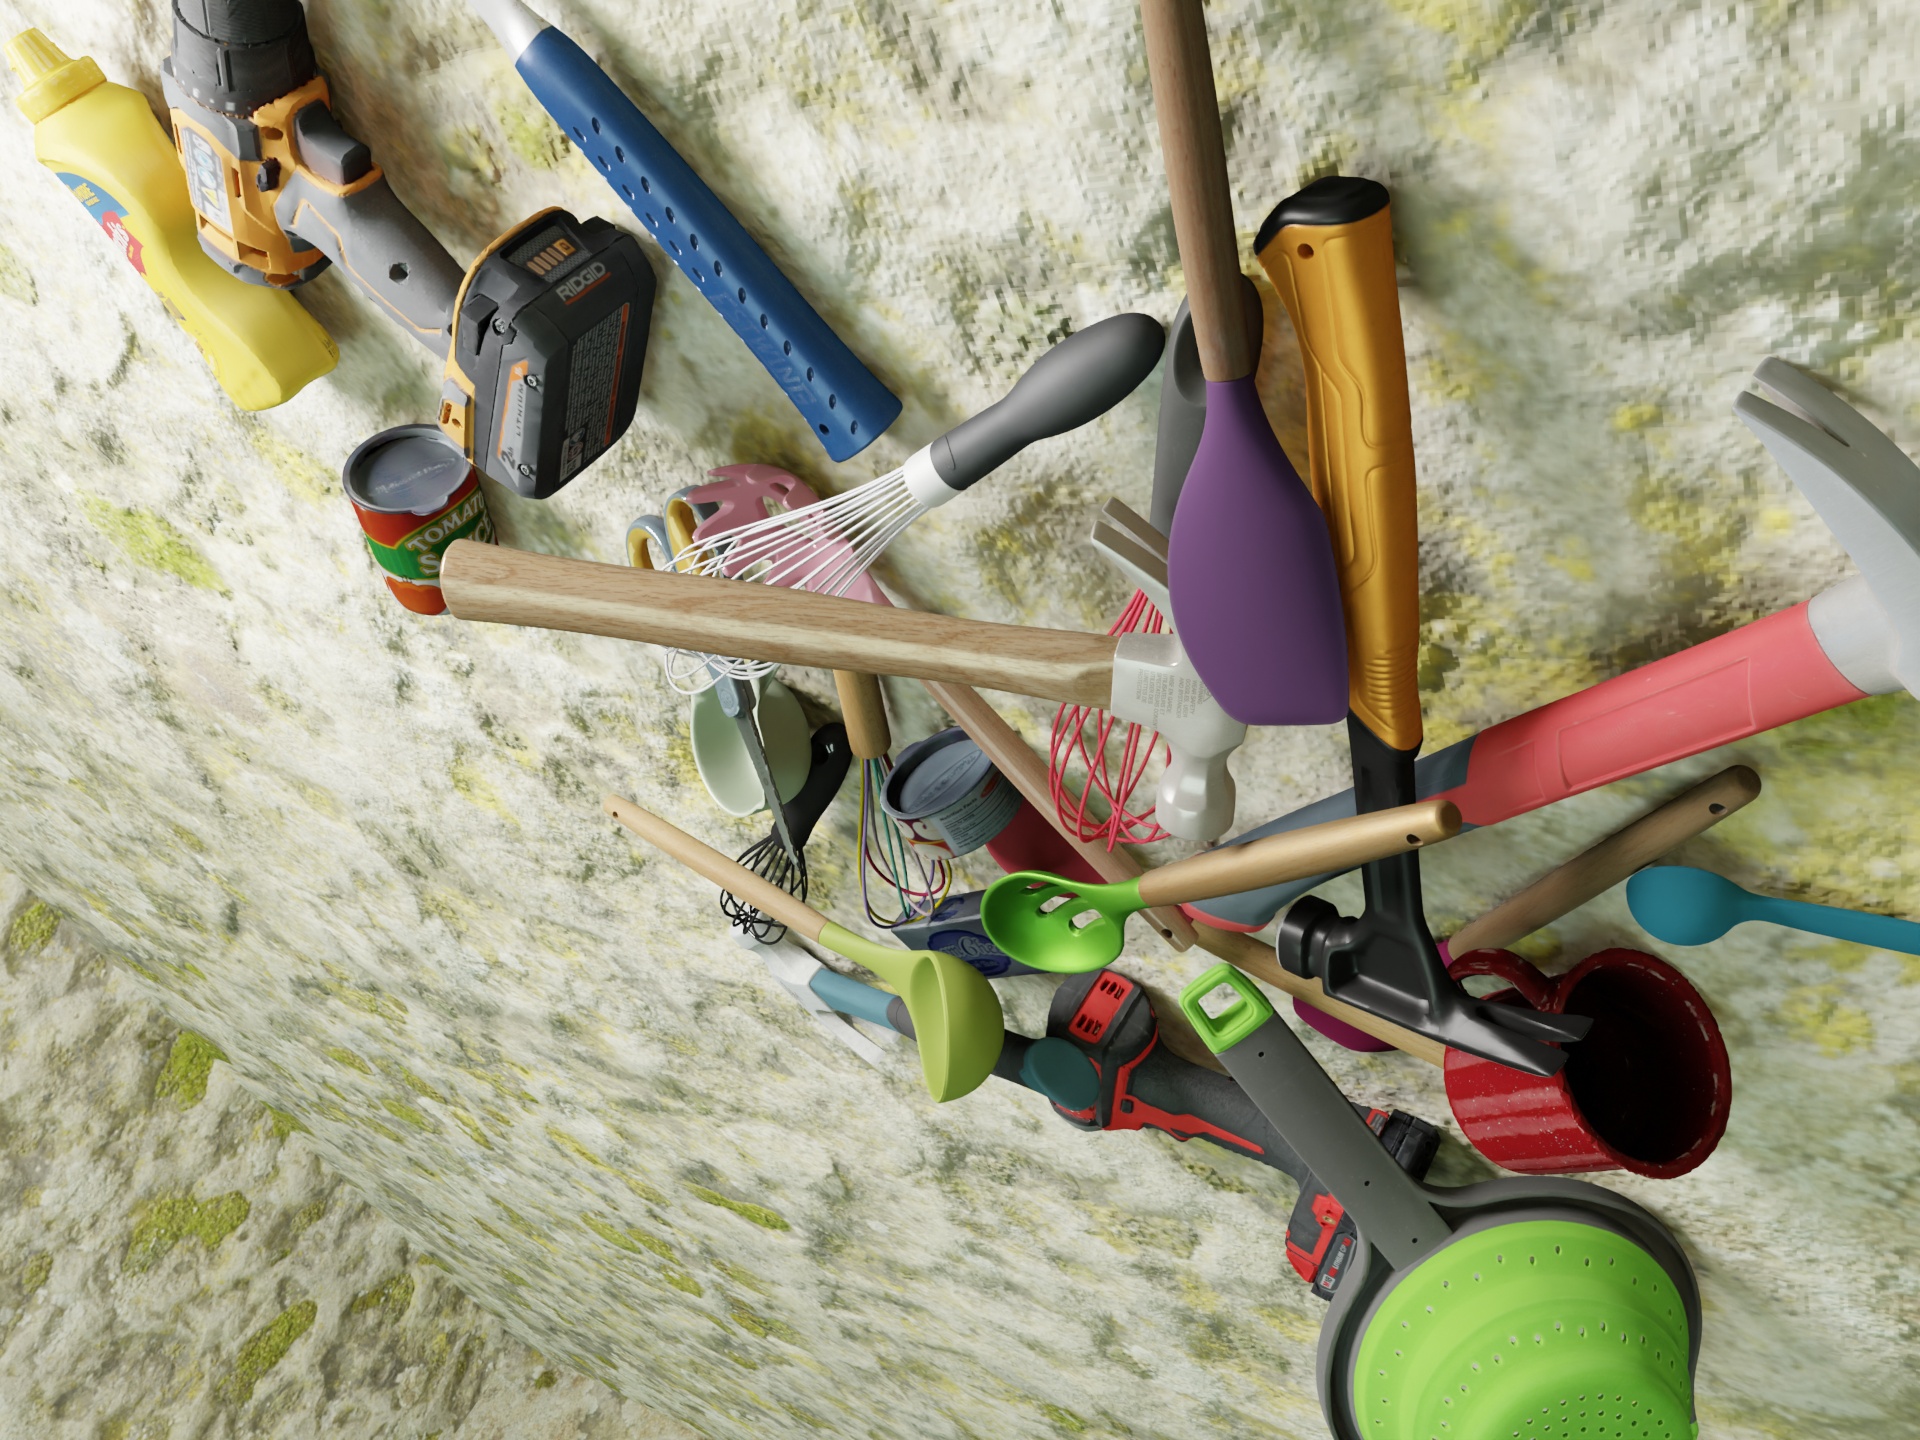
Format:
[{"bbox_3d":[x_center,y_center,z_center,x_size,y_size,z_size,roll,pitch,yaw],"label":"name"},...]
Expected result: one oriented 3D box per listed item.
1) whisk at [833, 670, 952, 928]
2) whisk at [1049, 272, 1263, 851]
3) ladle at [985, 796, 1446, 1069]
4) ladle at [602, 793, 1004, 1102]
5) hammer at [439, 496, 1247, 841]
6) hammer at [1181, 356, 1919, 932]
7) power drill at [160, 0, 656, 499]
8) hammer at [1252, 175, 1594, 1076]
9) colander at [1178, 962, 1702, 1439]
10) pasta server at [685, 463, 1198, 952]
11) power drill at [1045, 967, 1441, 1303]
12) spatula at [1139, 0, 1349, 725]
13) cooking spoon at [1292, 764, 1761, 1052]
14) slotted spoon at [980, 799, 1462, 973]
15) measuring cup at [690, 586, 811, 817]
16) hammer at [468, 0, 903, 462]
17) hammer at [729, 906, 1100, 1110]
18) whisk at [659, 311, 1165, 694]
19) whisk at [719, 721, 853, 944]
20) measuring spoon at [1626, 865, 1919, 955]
[{"bbox_3d":[-0.041,0.027,0.845,0.047,0.051,0.244,1,134,11],"label":"whisk"},{"bbox_3d":[0.079,-0.045,0.628,0.073,0.073,0.295,24,139,17],"label":"whisk"},{"bbox_3d":[0.138,0.113,0.781,0.315,0.031,0.069,25,147,19],"label":"ladle"},{"bbox_3d":[-0.104,0.114,0.903,0.320,0.062,0.078,26,125,31],"label":"ladle"},{"bbox_3d":[-0.051,-0.036,0.624,0.331,0.031,0.130,9,127,12],"label":"hammer"},{"bbox_3d":[0.191,0.010,0.606,0.143,0.038,0.386,49,148,-4],"label":"hammer"},{"bbox_3d":[-0.239,-0.219,0.668,0.226,0.084,0.185,37,147,5],"label":"power drill"},{"bbox_3d":[0.152,-0.019,0.557,0.127,0.034,0.336,19,135,43],"label":"hammer"},{"bbox_3d":[0.237,0.277,0.764,0.397,0.204,0.094,50,-173,-15],"label":"colander"},{"bbox_3d":[-0.001,-0.002,0.740,0.316,0.040,0.060,47,134,-7],"label":"pasta server"},{"bbox_3d":[0.147,0.235,0.907,0.220,0.078,0.143,26,145,20],"label":"power drill"},{"bbox_3d":[0.077,-0.131,0.492,0.060,0.018,0.315,0,122,25],"label":"spatula"},{"bbox_3d":[0.234,0.093,0.697,0.069,0.017,0.318,33,147,1],"label":"cooking spoon"},{"bbox_3d":[0.096,0.068,0.667,0.070,0.031,0.314,39,153,-12],"label":"slotted spoon"},{"bbox_3d":[-0.094,-0.019,0.831,0.083,0.038,0.167,53,135,27],"label":"measuring cup"},{"bbox_3d":[-0.163,-0.260,0.585,0.405,0.035,0.144,47,145,-19],"label":"hammer"},{"bbox_3d":[-0.029,0.183,0.972,0.128,0.033,0.331,50,157,-23],"label":"hammer"},{"bbox_3d":[-0.032,-0.082,0.636,0.284,0.070,0.070,-27,114,37],"label":"whisk"},{"bbox_3d":[-0.100,0.070,0.939,0.055,0.055,0.238,33,143,2],"label":"whisk"},{"bbox_3d":[0.316,0.081,0.593,0.129,0.021,0.042,10,150,21],"label":"measuring spoon"}]
